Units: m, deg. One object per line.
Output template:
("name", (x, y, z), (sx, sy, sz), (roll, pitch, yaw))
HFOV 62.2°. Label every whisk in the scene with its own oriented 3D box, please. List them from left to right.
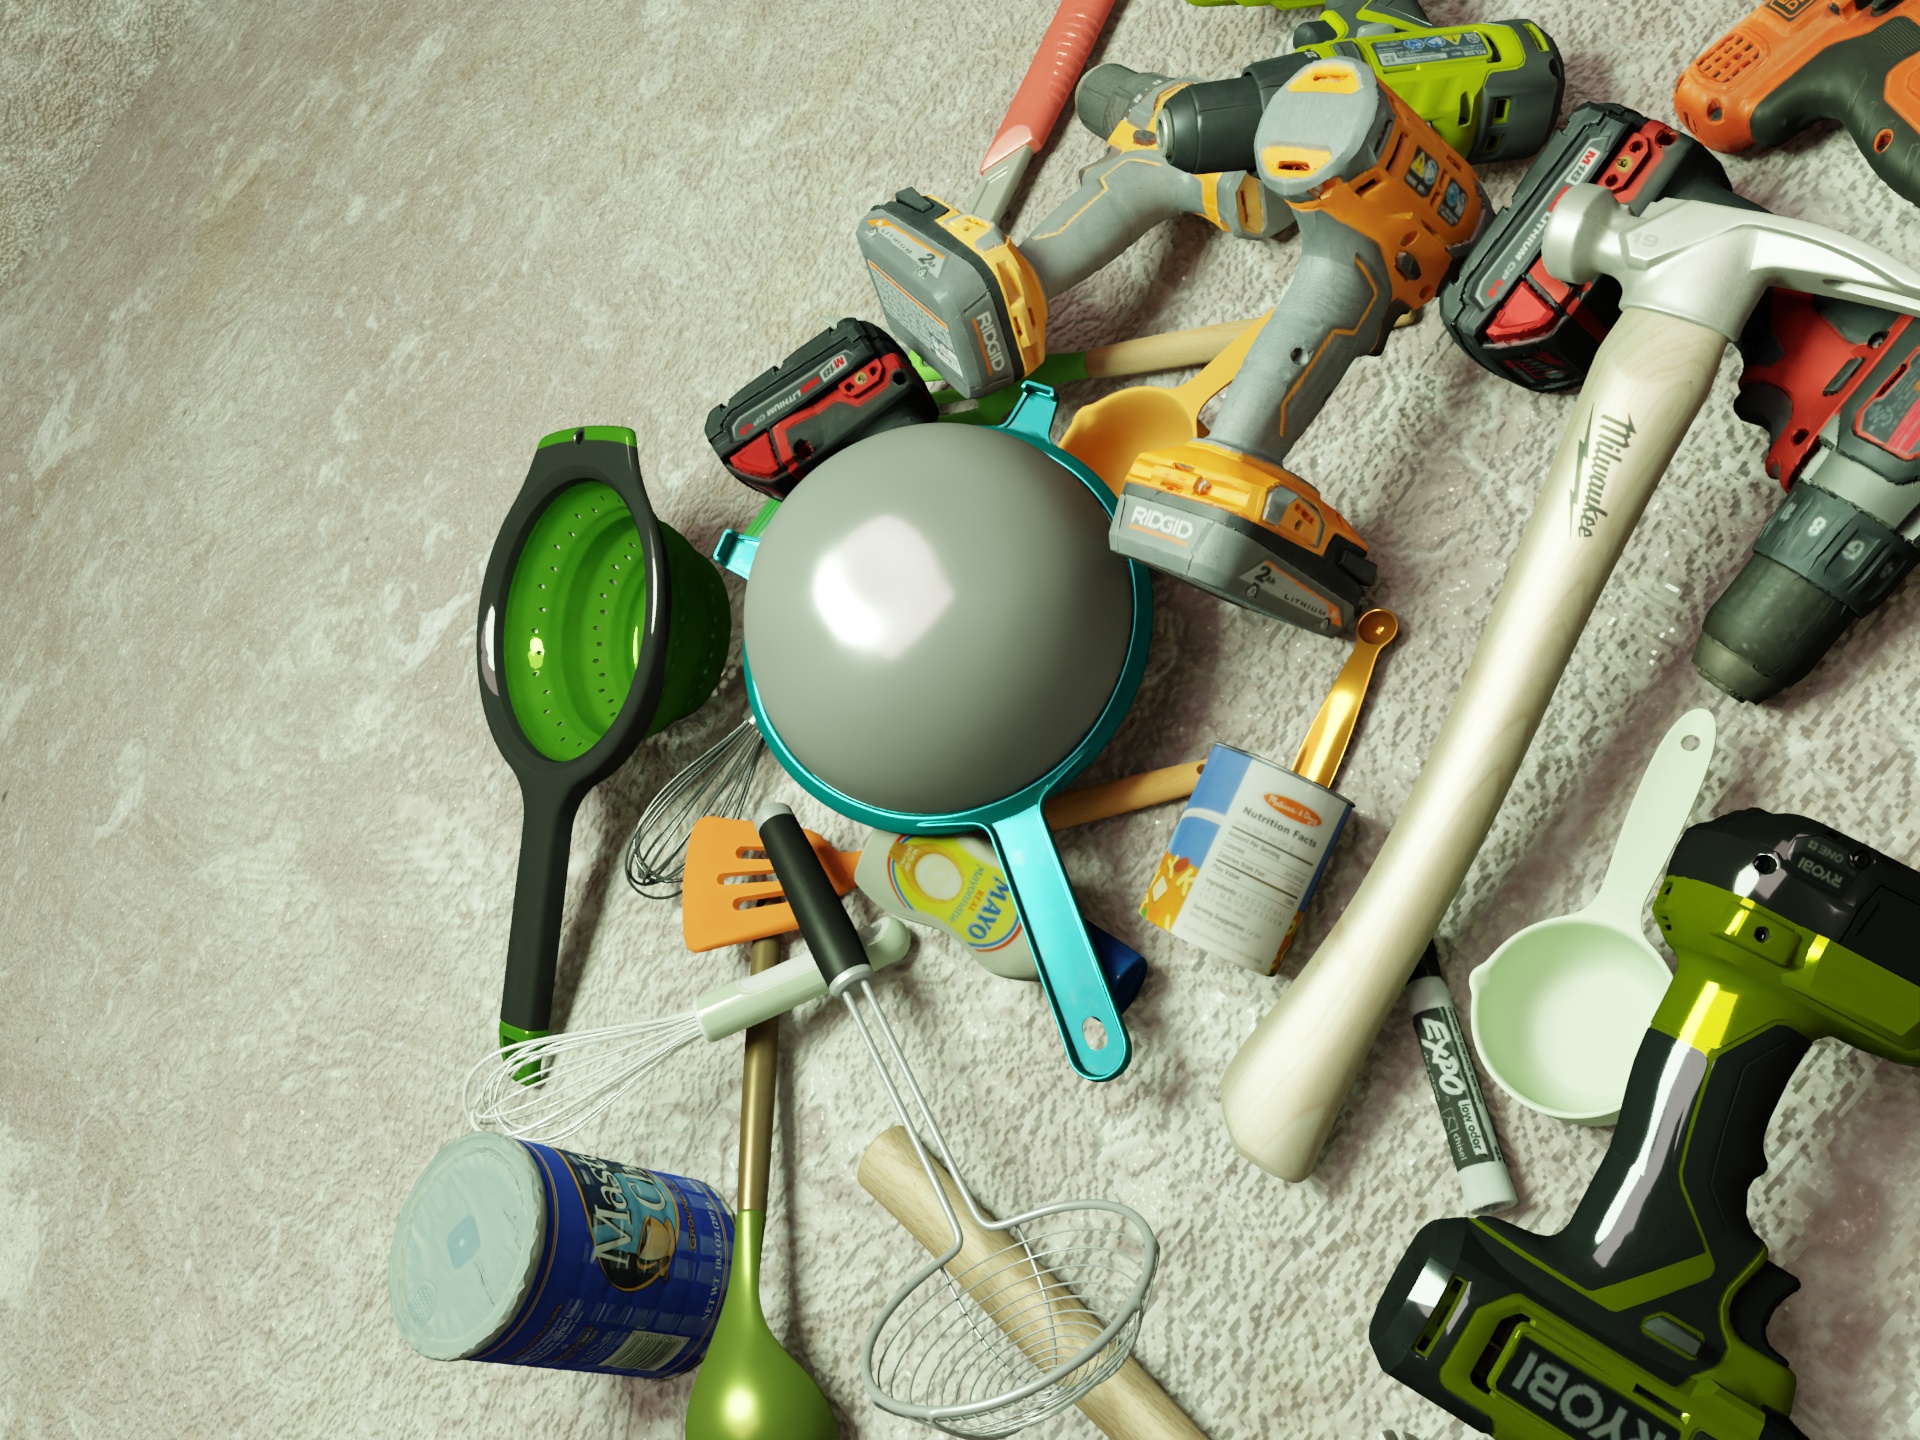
("whisk", (-0.140, 0.157, 0.821), (0.246, 0.059, 0.058), (-23, 20, -2))
("whisk", (-0.116, 0.005, 0.932), (0.239, 0.055, 0.055), (-53, 47, -2))

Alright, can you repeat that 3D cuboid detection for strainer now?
("strainer", (-0.001, -0.002, 0.721), (0.211, 0.095, 0.341), (-24, 67, 10))

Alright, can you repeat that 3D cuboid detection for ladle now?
("ladle", (-0.097, 0.229, 0.810), (0.078, 0.062, 0.320), (-24, 48, 27))

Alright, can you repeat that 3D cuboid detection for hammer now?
("hammer", (0.041, -0.389, 1.014), (0.149, 0.036, 0.359), (19, 81, 42))
("hammer", (0.063, 0.274, 0.661), (0.332, 0.031, 0.130), (34, 91, 43))
("hammer", (0.216, 0.000, 0.619), (0.146, 0.038, 0.410), (30, 100, 39))

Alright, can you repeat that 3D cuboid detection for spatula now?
("spatula", (-0.009, 0.059, 0.821), (0.322, 0.041, 0.081), (-17, 59, 30))

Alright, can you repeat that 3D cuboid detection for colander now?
("colander", (-0.218, 0.024, 0.981), (0.205, 0.094, 0.397), (7, 90, 45))

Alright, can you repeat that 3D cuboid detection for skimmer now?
("skimmer", (-0.033, 0.148, 0.715), (0.127, 0.090, 0.364), (-26, 49, -7))

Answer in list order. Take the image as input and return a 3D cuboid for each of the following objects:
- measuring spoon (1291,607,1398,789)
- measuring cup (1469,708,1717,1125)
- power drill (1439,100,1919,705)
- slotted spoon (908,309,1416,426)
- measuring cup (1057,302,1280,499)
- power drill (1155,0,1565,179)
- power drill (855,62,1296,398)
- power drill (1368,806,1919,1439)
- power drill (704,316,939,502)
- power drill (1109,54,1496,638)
("measuring spoon", (0.173, 0.003, 0.730), (0.021, 0.011, 0.117), (22, 85, 37))
("measuring cup", (0.257, 0.076, 0.609), (0.083, 0.038, 0.167), (19, 78, 42))
("power drill", (0.305, -0.133, 0.647), (0.188, 0.080, 0.227), (-57, 49, 17))
("slotted spoon", (0.094, -0.202, 0.876), (0.314, 0.031, 0.070), (-1, 108, 33))
("measuring cup", (0.126, -0.149, 0.816), (0.173, 0.052, 0.095), (-41, 49, 12))
("power drill", (0.179, -0.362, 0.820), (0.190, 0.080, 0.229), (-8, 55, -3))
("power drill", (0.057, -0.289, 0.886), (0.226, 0.084, 0.186), (-32, 46, -9))
("power drill", (0.262, 0.157, 0.516), (0.171, 0.080, 0.223), (30, 89, 13))
("power drill", (-0.041, -0.091, 0.857), (0.143, 0.078, 0.220), (-33, 74, 11))
("power drill", (0.172, -0.159, 0.730), (0.084, 0.164, 0.226), (27, 97, 46))
